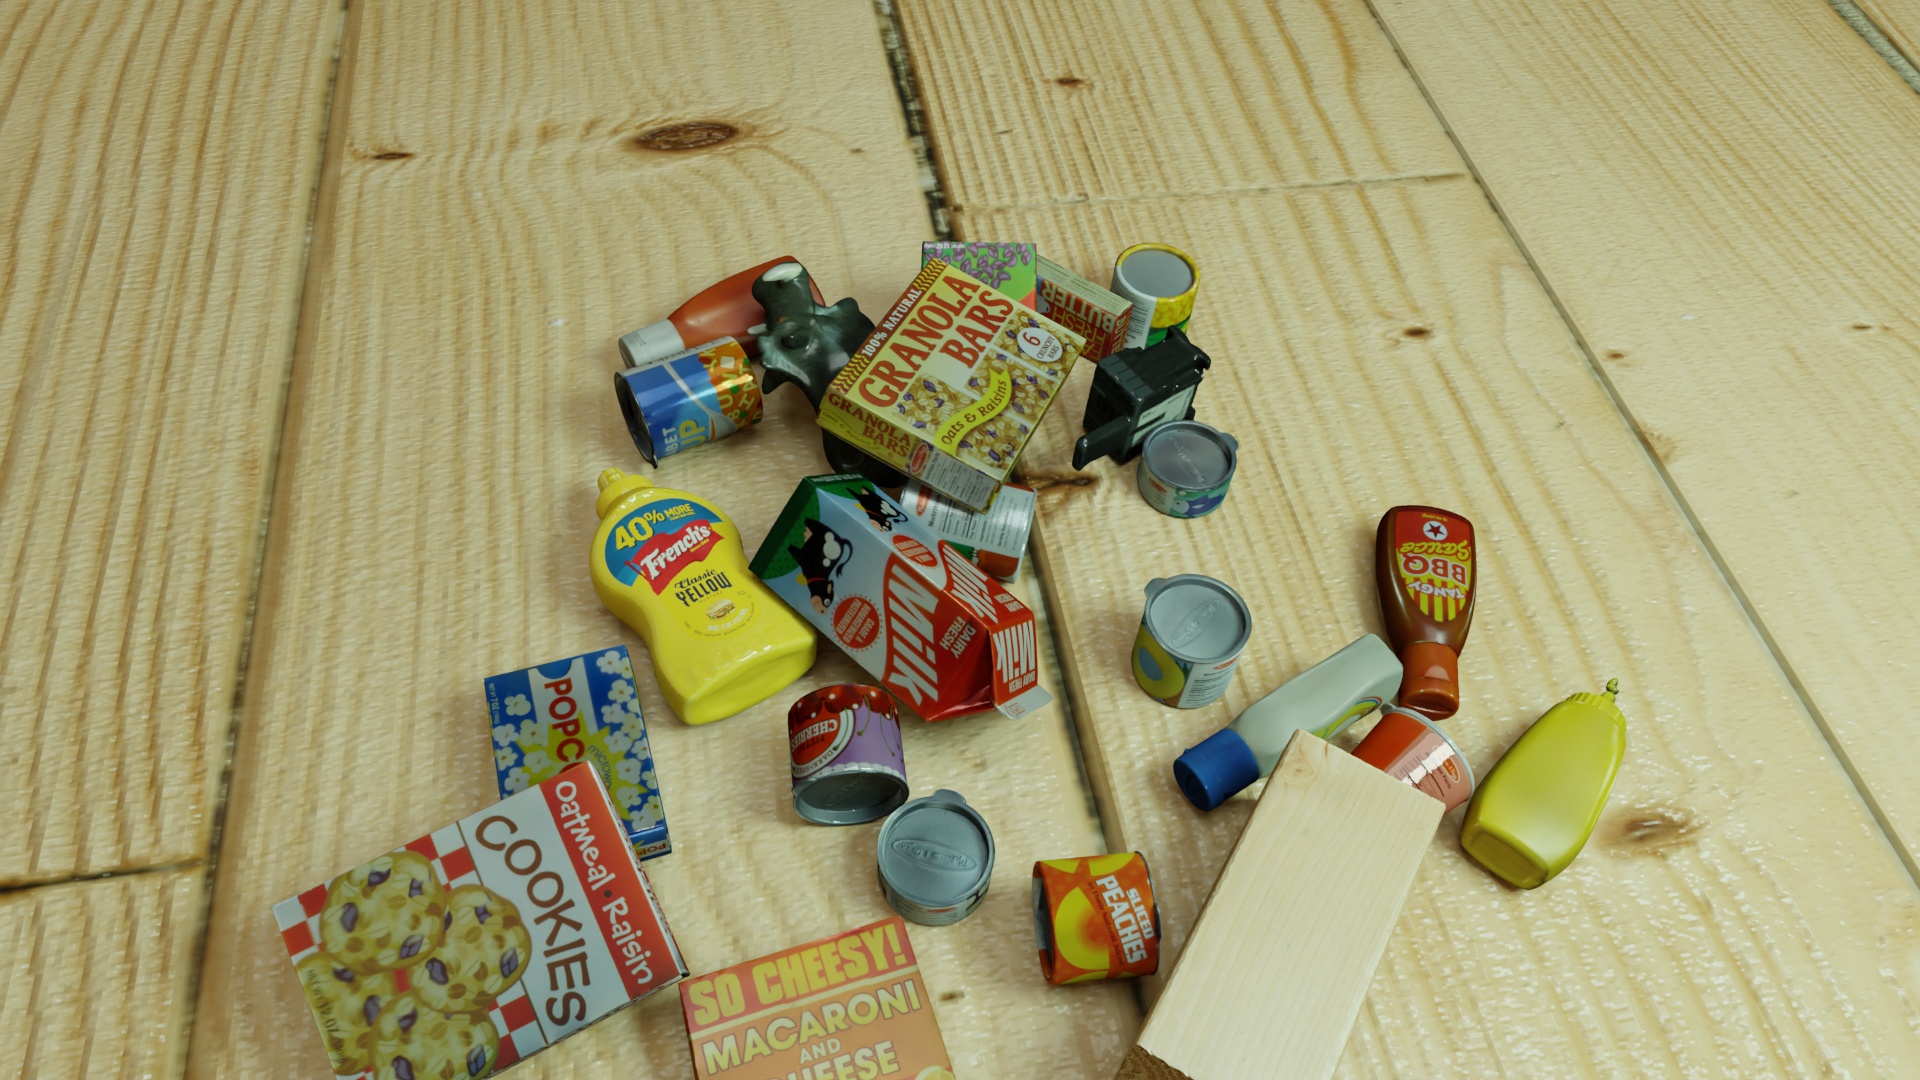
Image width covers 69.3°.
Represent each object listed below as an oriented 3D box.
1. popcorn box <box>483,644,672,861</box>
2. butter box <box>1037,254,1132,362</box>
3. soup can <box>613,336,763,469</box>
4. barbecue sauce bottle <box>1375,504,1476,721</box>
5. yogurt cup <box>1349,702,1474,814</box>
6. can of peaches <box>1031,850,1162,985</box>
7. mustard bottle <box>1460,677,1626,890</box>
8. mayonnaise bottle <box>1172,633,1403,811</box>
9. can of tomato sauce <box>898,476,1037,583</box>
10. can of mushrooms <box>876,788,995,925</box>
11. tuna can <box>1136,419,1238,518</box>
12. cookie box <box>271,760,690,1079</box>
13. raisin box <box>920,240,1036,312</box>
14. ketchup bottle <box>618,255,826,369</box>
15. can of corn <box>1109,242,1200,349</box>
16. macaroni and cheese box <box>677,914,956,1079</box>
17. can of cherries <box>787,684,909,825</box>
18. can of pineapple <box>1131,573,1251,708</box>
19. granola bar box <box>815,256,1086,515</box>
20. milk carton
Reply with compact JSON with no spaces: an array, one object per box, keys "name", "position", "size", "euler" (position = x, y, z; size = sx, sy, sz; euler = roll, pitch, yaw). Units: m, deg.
[{"name":"popcorn box","position":[-0.222,0.130,0.802],"size":[0.085,0.038,0.127],"euler":[-13,55,-13]},{"name":"butter box","position":[0.078,-0.178,1.056],"size":[0.103,0.052,0.024],"euler":[31,54,17]},{"name":"soup can","position":[-0.187,-0.096,0.963],"size":[0.084,0.071,0.071],"euler":[-23,58,-21]},{"name":"barbecue sauce bottle","position":[0.305,0.046,0.908],"size":[0.065,0.043,0.149],"euler":[11,53,3]},{"name":"yogurt cup","position":[0.259,0.141,0.820],"size":[0.054,0.072,0.072],"euler":[-35,62,-18]},{"name":"can of peaches","position":[0.072,0.204,0.750],"size":[0.058,0.071,0.071],"euler":[-3,53,-6]},{"name":"mustard bottle","position":[0.364,0.138,0.840],"size":[0.065,0.048,0.161],"euler":[37,58,21]},{"name":"mayonnaise bottle","position":[0.197,0.112,0.839],"size":[0.148,0.064,0.041],"euler":[-28,63,-19]},{"name":"can of tomato sauce","position":[0.003,-0.011,0.915],"size":[0.083,0.070,0.071],"euler":[13,53,5]},{"name":"can of mushrooms","position":[-0.014,0.179,0.785],"size":[0.071,0.033,0.071],"euler":[2,52,-2]},{"name":"tuna can","position":[0.161,-0.051,0.977],"size":[0.071,0.032,0.071],"euler":[2,53,-3]},{"name":"cookie box","position":[-0.242,0.205,0.711],"size":[0.168,0.040,0.123],"euler":[-24,76,-15]},{"name":"raisin box","position":[0.012,-0.152,1.008],"size":[0.086,0.040,0.123],"euler":[1,79,-2]},{"name":"ketchup bottle","position":[-0.177,-0.160,1.025],"size":[0.149,0.043,0.065],"euler":[-26,67,-22]},{"name":"can of corn","position":[0.148,-0.187,1.065],"size":[0.071,0.058,0.071],"euler":[2,53,-3]},{"name":"macaroni and cheese box","position":[-0.063,0.288,0.693],"size":[0.124,0.040,0.167],"euler":[-13,55,-14]},{"name":"can of cherries","position":[-0.067,0.123,0.801],"size":[0.071,0.071,0.058],"euler":[-4,53,-8]},{"name":"can of pineapple","position":[0.143,0.062,0.873],"size":[0.071,0.057,0.071],"euler":[3,52,-3]},{"name":"granola bar box","position":[-0.003,-0.105,0.915],"size":[0.124,0.038,0.166],"euler":[29,46,3]},{"name":"milk carton","position":[-0.027,0.043,0.842],"size":[0.191,0.073,0.072],"euler":[39,19,16]}]
